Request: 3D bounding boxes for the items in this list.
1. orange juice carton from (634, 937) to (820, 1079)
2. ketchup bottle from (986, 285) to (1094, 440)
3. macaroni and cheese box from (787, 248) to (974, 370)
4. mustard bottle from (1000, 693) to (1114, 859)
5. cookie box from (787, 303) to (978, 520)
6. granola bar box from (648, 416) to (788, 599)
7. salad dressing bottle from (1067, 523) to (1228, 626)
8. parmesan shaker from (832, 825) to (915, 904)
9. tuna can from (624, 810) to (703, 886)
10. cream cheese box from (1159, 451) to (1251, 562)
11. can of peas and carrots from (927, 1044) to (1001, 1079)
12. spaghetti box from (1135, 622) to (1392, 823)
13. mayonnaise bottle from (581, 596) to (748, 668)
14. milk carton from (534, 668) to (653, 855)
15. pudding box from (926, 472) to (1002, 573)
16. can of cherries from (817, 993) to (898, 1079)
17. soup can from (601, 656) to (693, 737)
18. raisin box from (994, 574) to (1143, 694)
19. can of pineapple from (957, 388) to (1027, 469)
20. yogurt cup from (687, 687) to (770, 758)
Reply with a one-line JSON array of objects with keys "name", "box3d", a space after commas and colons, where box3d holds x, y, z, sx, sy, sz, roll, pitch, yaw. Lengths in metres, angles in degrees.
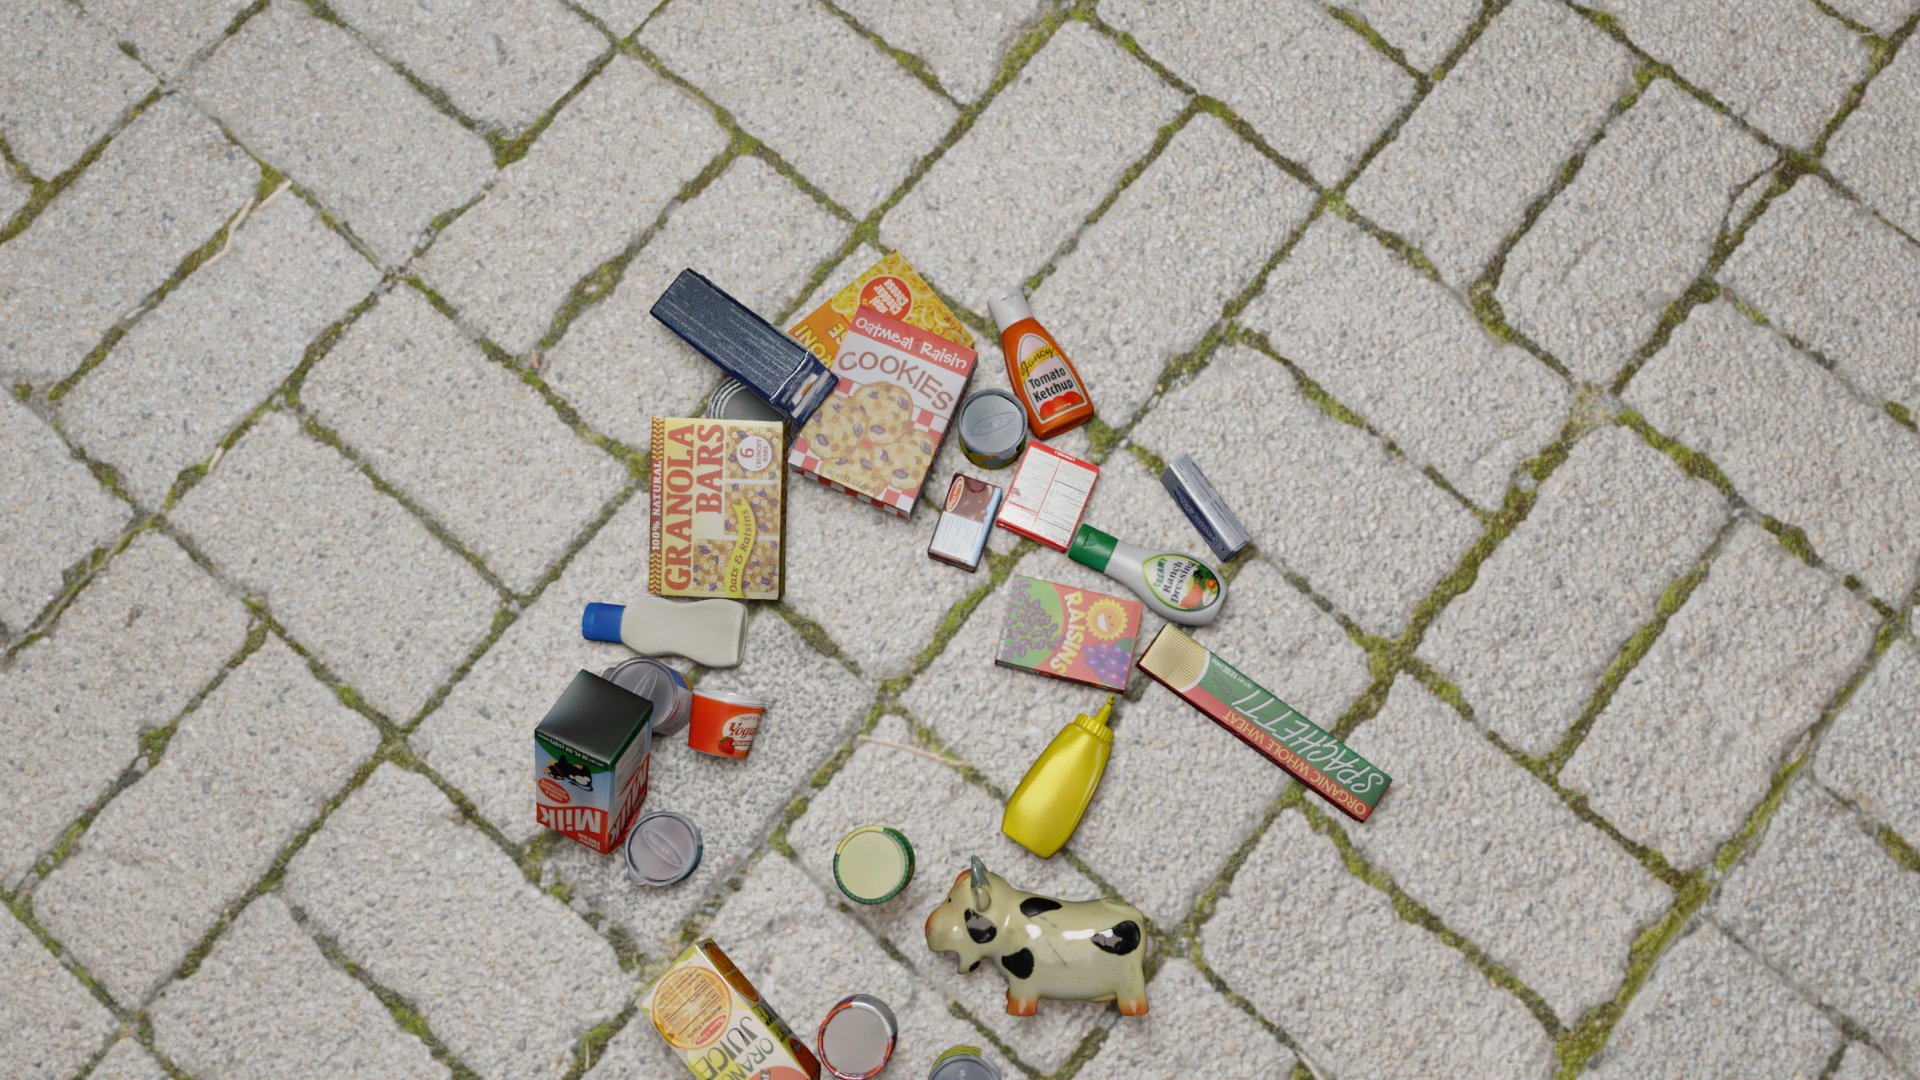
[{"name": "orange juice carton", "box3d": [-0.187, 0.442, 1.201, 0.073, 0.071, 0.193, -43, 80, -7]}, {"name": "ketchup bottle", "box3d": [0.071, -0.174, 1.345, 0.065, 0.043, 0.149, -23, 78, -6]}, {"name": "macaroni and cheese box", "box3d": [-0.088, -0.183, 1.351, 0.167, 0.040, 0.124, -39, 81, -7]}, {"name": "mustard bottle", "box3d": [0.099, 0.209, 1.259, 0.065, 0.048, 0.160, 33, 80, 7]}, {"name": "cookie box", "box3d": [-0.070, -0.121, 1.296, 0.123, 0.040, 0.167, 23, 80, 3]}, {"name": "granola bar box", "box3d": [-0.226, -0.031, 1.299, 0.124, 0.039, 0.165, 2, 94, 2]}, {"name": "salad dressing bottle", "box3d": [0.174, 0.030, 1.299, 0.148, 0.044, 0.064, 24, 74, 6]}, {"name": "parmesan shaker", "box3d": [-0.077, 0.285, 1.217, 0.071, 0.103, 0.071, 0, 79, 1]}, {"name": "tuna can", "box3d": [-0.270, 0.281, 1.257, 0.071, 0.032, 0.071, 0, 78, 1]}, {"name": "cream cheese box", "box3d": [0.230, -0.030, 1.307, 0.024, 0.053, 0.104, -34, 80, -8]}, {"name": "can of peas and carrots", "box3d": [0.001, 0.474, 1.198, 0.071, 0.058, 0.071, 0, 78, 2]}, {"name": "spaghetti box", "box3d": [0.278, 0.167, 1.276, 0.250, 0.028, 0.050, 35, 81, 8]}, {"name": "mayonnaise bottle", "box3d": [-0.276, 0.082, 1.297, 0.148, 0.041, 0.065, 6, 79, 3]}, {"name": "milk carton", "box3d": [-0.320, 0.206, 1.209, 0.072, 0.189, 0.074, 23, 46, 7]}, {"name": "pudding box", "box3d": [0.005, -0.017, 1.319, 0.050, 0.030, 0.084, 18, 79, 6]}, {"name": "can of cherries", "box3d": [-0.090, 0.434, 1.208, 0.071, 0.058, 0.071, 0, 78, 1]}, {"name": "soup can", "box3d": [-0.283, 0.142, 1.261, 0.071, 0.083, 0.071, 0, 78, 1]}, {"name": "raisin box", "box3d": [0.100, 0.088, 1.291, 0.123, 0.040, 0.086, 13, 78, 5]}, {"name": "can of pineapple", "box3d": [0.031, -0.103, 1.323, 0.071, 0.057, 0.071, 0, 78, 1]}, {"name": "yogurt cup", "box3d": [-0.216, 0.167, 1.266, 0.072, 0.072, 0.054, 12, 87, 3]}]
